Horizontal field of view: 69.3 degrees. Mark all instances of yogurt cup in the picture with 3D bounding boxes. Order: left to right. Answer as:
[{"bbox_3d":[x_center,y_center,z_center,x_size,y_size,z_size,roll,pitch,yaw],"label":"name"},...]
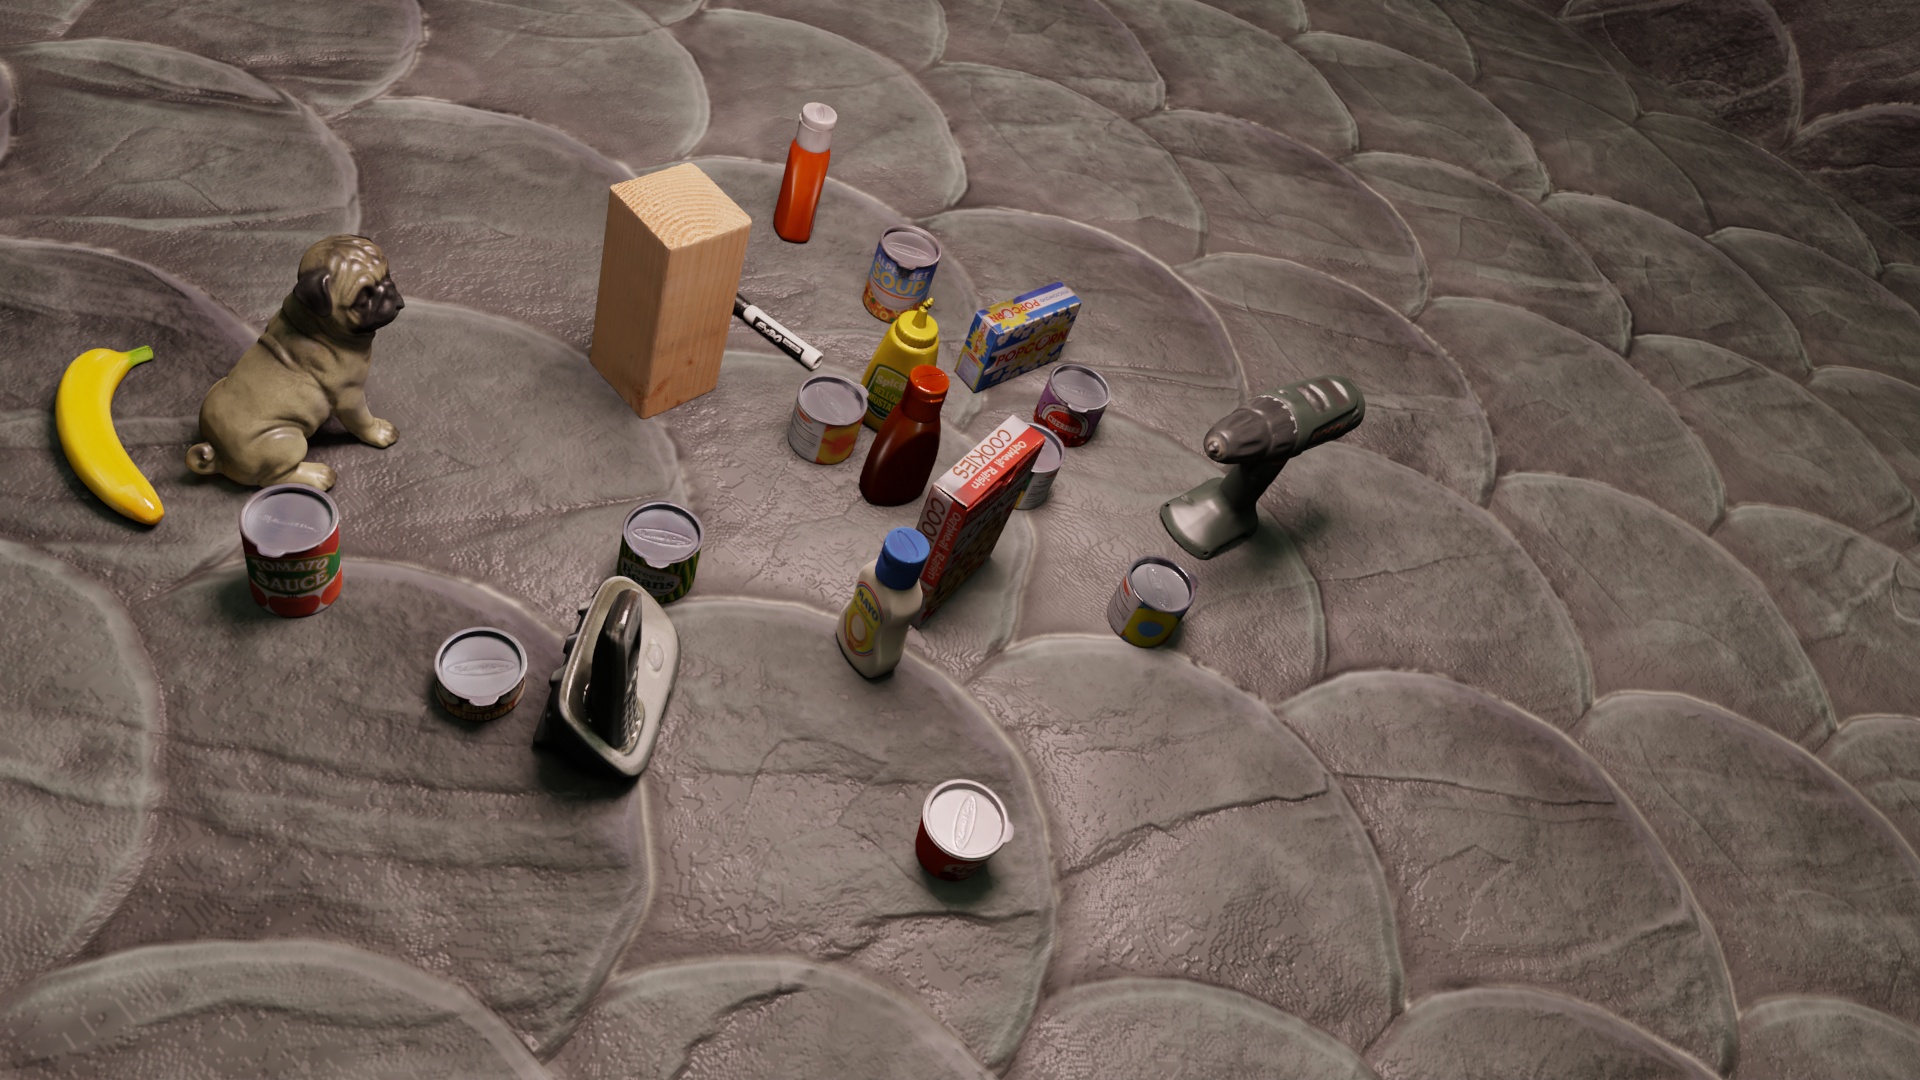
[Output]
[{"bbox_3d":[-0.002,0.226,1.068,0.072,0.053,0.073,11,48,-12],"label":"yogurt cup"}]

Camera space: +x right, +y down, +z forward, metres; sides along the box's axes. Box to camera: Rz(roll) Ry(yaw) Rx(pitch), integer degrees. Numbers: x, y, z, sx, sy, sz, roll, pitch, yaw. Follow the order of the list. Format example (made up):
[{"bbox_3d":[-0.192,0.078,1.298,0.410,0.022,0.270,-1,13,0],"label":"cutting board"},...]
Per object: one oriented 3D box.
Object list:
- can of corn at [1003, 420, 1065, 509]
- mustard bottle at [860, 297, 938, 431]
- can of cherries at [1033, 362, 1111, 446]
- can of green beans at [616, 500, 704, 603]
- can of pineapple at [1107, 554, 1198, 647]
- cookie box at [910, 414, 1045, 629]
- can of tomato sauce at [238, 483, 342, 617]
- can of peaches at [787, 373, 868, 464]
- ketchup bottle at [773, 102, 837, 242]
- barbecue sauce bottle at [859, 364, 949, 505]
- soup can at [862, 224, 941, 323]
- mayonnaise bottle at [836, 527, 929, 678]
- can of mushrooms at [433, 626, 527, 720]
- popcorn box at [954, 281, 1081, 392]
[{"bbox_3d":[0.060,-0.074,1.346,0.071,0.058,0.071,11,48,-12],"label":"can of corn"},{"bbox_3d":[-0.054,-0.169,1.316,0.065,0.159,0.049,27,47,3],"label":"mustard bottle"},{"bbox_3d":[0.113,-0.137,1.420,0.071,0.058,0.072,11,48,-12],"label":"can of cherries"},{"bbox_3d":[-0.251,0.010,1.158,0.071,0.057,0.071,11,48,-12],"label":"can of green beans"},{"bbox_3d":[0.176,0.057,1.278,0.071,0.057,0.071,11,48,-12],"label":"can of pineapple"},{"bbox_3d":[0.004,-0.015,1.200,0.040,0.166,0.123,36,48,11],"label":"cookie box"},{"bbox_3d":[-0.503,0.010,1.047,0.071,0.082,0.071,11,48,-12],"label":"can of tomato sauce"},{"bbox_3d":[-0.124,-0.115,1.312,0.071,0.057,0.071,11,48,-12],"label":"can of peaches"},{"bbox_3d":[-0.165,-0.392,1.474,0.043,0.148,0.065,5,50,-17],"label":"ketchup bottle"},{"bbox_3d":[-0.046,-0.095,1.263,0.065,0.147,0.044,-12,56,-28],"label":"barbecue sauce bottle"},{"bbox_3d":[-0.063,-0.277,1.457,0.071,0.083,0.072,11,48,-12],"label":"soup can"},{"bbox_3d":[-0.062,0.048,1.134,0.041,0.147,0.065,-19,60,-32],"label":"mayonnaise bottle"},{"bbox_3d":[-0.364,0.103,1.052,0.071,0.033,0.071,11,48,-12],"label":"can of mushrooms"},{"bbox_3d":[0.061,-0.213,1.447,0.127,0.084,0.038,-26,64,-36],"label":"popcorn box"}]
